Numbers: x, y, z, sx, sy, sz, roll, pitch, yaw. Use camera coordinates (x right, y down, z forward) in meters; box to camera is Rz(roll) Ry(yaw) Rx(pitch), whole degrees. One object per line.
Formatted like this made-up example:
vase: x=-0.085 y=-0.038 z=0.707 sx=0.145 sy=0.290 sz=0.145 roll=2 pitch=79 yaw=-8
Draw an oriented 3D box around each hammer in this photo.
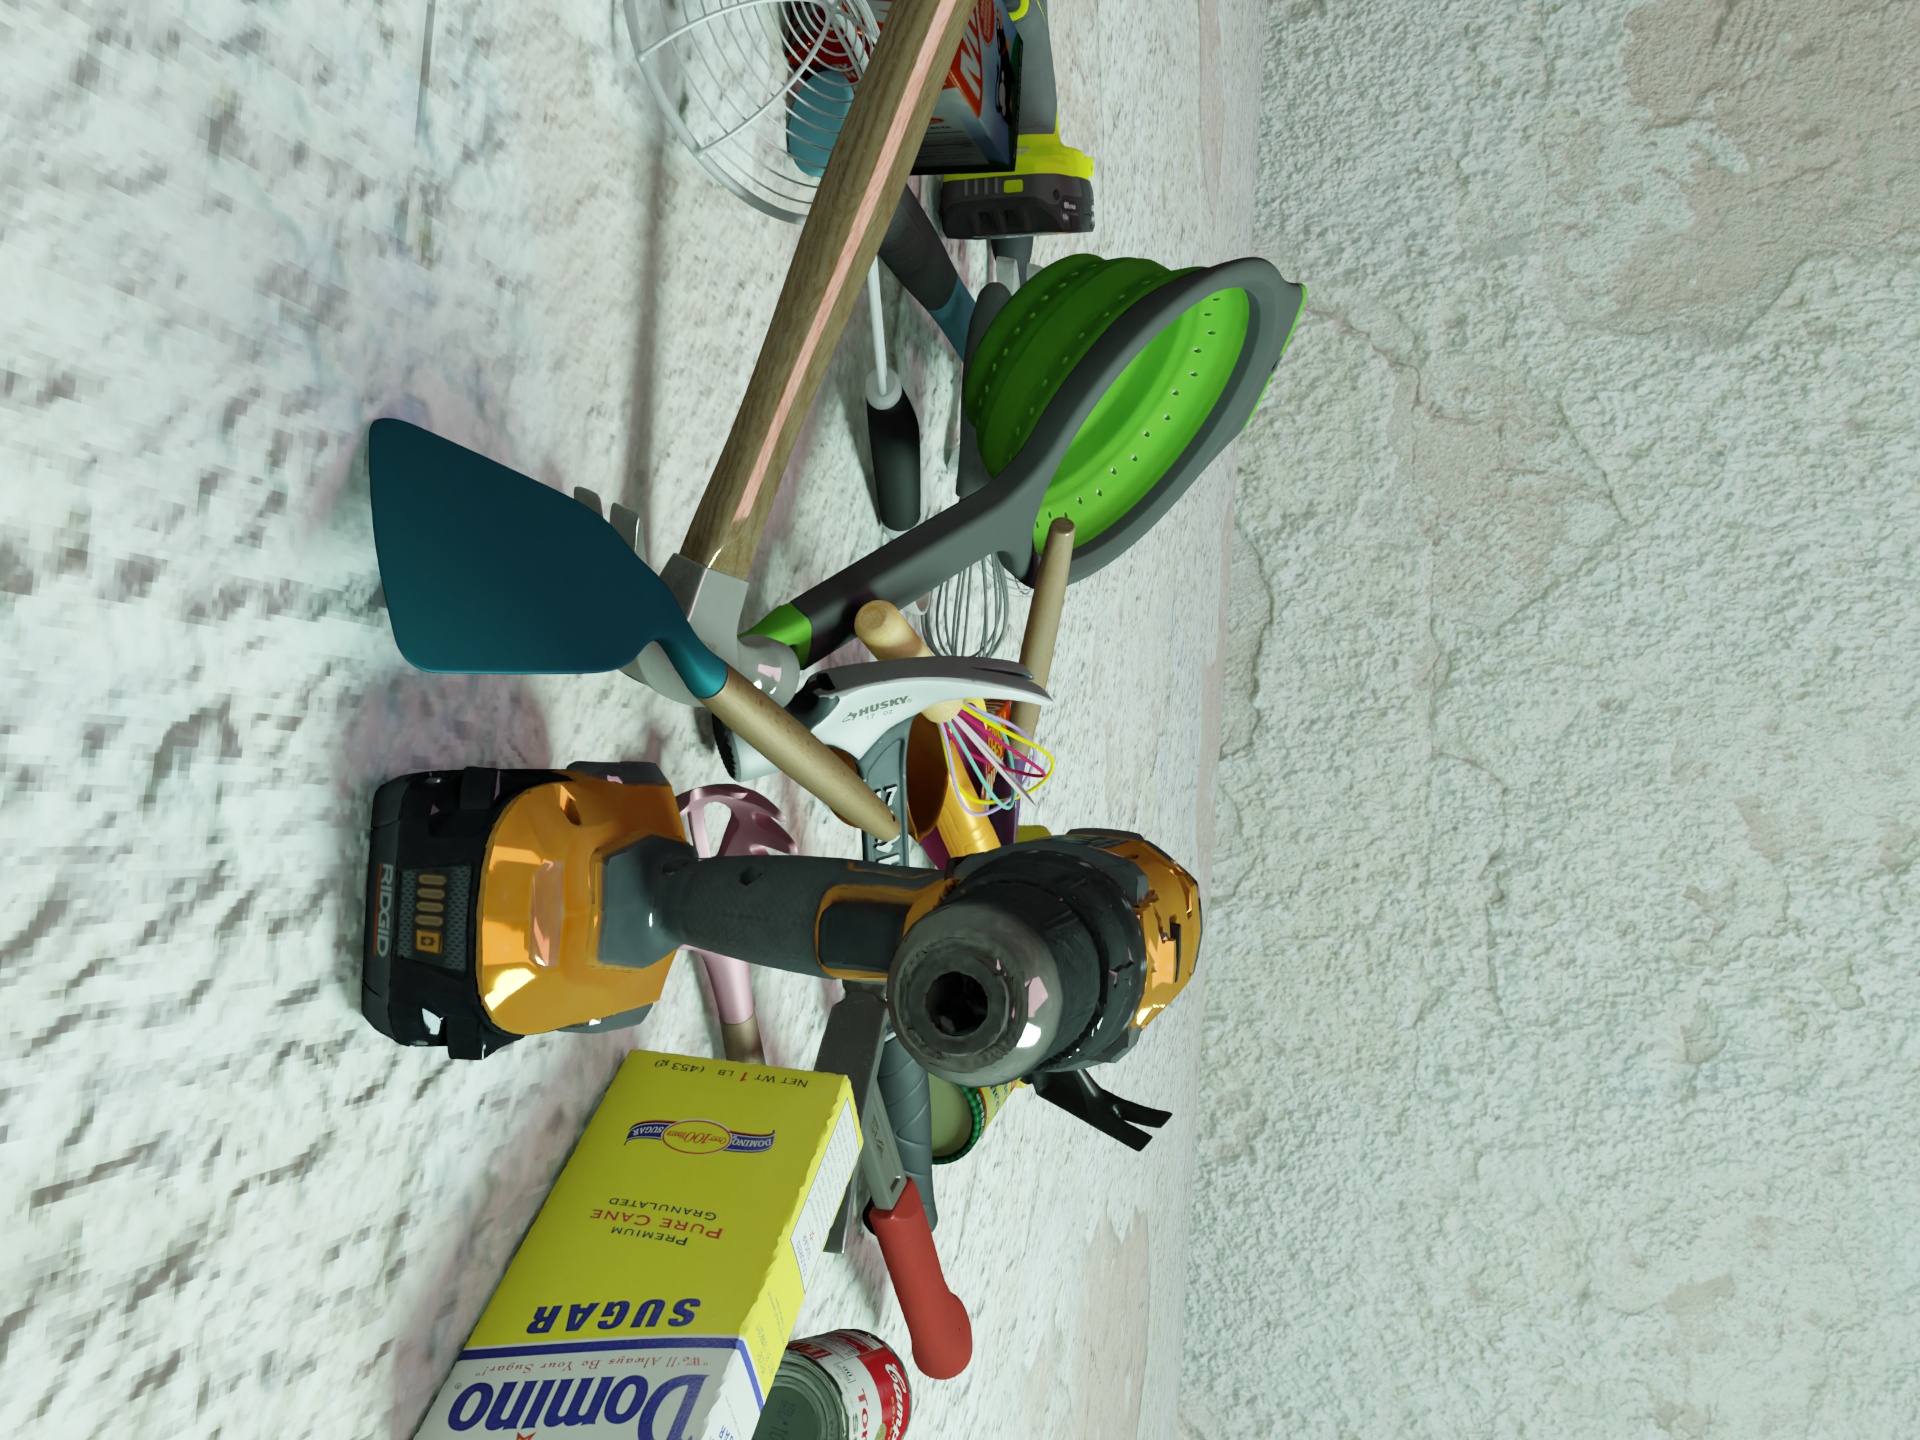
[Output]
hammer: x=-0.051 y=-0.163 z=0.581 sx=0.130 sy=0.031 sz=0.331 roll=15 pitch=98 yaw=-63
hammer: x=-0.030 y=0.135 z=0.801 sx=0.036 sy=0.149 sz=0.408 roll=-125 pitch=-154 yaw=-45
hammer: x=-0.016 y=-0.239 z=0.861 sx=0.128 sy=0.033 sz=0.330 roll=-69 pitch=160 yaw=-4
hammer: x=0.032 y=0.127 z=0.966 sx=0.034 sy=0.127 sz=0.336 roll=-41 pitch=127 yaw=-25
hammer: x=-0.031 y=0.267 z=0.809 sx=0.358 sy=0.037 sz=0.149 roll=81 pitch=17 yaw=-48

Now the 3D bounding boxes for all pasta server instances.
pasta server: x=-0.091 y=0.151 z=0.689 sx=0.040 sy=0.060 sz=0.316 roll=-130 pitch=-151 yaw=-51

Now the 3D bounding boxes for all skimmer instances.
skimmer: x=-0.068 y=-0.192 z=0.720 sx=0.363 sy=0.090 sz=0.127 roll=86 pitch=12 yaw=-64

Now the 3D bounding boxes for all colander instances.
colander: x=0.014 y=-0.137 z=0.790 sx=0.397 sy=0.094 sz=0.204 roll=-35 pitch=158 yaw=-34

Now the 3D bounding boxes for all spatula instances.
spatula: x=-0.088 y=-0.004 z=0.558 sx=0.317 sy=0.044 sz=0.082 roll=49 pitch=22 yaw=-63
spatula: x=0.036 y=0.003 z=0.902 sx=0.315 sy=0.018 sz=0.060 roll=99 pitch=-16 yaw=-51

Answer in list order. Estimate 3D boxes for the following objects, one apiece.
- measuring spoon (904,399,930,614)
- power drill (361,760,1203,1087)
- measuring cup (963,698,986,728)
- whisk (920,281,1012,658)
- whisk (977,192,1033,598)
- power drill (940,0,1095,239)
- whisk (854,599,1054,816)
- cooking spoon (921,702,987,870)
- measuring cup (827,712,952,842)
measuring spoon: x=-0.032 y=-0.121 z=0.907 sx=0.034 sy=0.018 sz=0.124 roll=12 pitch=75 yaw=-73
power drill: x=-0.053 y=0.058 z=0.443 sx=0.185 sy=0.226 sz=0.084 roll=4 pitch=89 yaw=-75
measuring cup: x=-0.011 y=-0.011 z=0.962 sx=0.156 sy=0.029 sz=0.062 roll=58 pitch=38 yaw=-67
whisk: x=0.010 y=-0.133 z=0.922 sx=0.055 sy=0.055 sz=0.238 roll=-57 pitch=156 yaw=-62
whisk: x=0.037 y=-0.224 z=1.067 sx=0.070 sy=0.070 sz=0.284 roll=-14 pitch=102 yaw=-74
power drill: x=0.027 y=-0.406 z=0.940 sx=0.190 sy=0.080 sz=0.228 roll=-46 pitch=134 yaw=-68
whisk: x=0.001 y=-0.004 z=0.788 sx=0.244 sy=0.047 sz=0.051 roll=51 pitch=46 yaw=-63
cooking spoon: x=-0.001 y=0.136 z=1.024 sx=0.069 sy=0.017 sz=0.318 roll=-29 pitch=129 yaw=-44
measuring cup: x=-0.051 y=0.004 z=0.784 sx=0.173 sy=0.052 sz=0.095 roll=44 pitch=51 yaw=-68
